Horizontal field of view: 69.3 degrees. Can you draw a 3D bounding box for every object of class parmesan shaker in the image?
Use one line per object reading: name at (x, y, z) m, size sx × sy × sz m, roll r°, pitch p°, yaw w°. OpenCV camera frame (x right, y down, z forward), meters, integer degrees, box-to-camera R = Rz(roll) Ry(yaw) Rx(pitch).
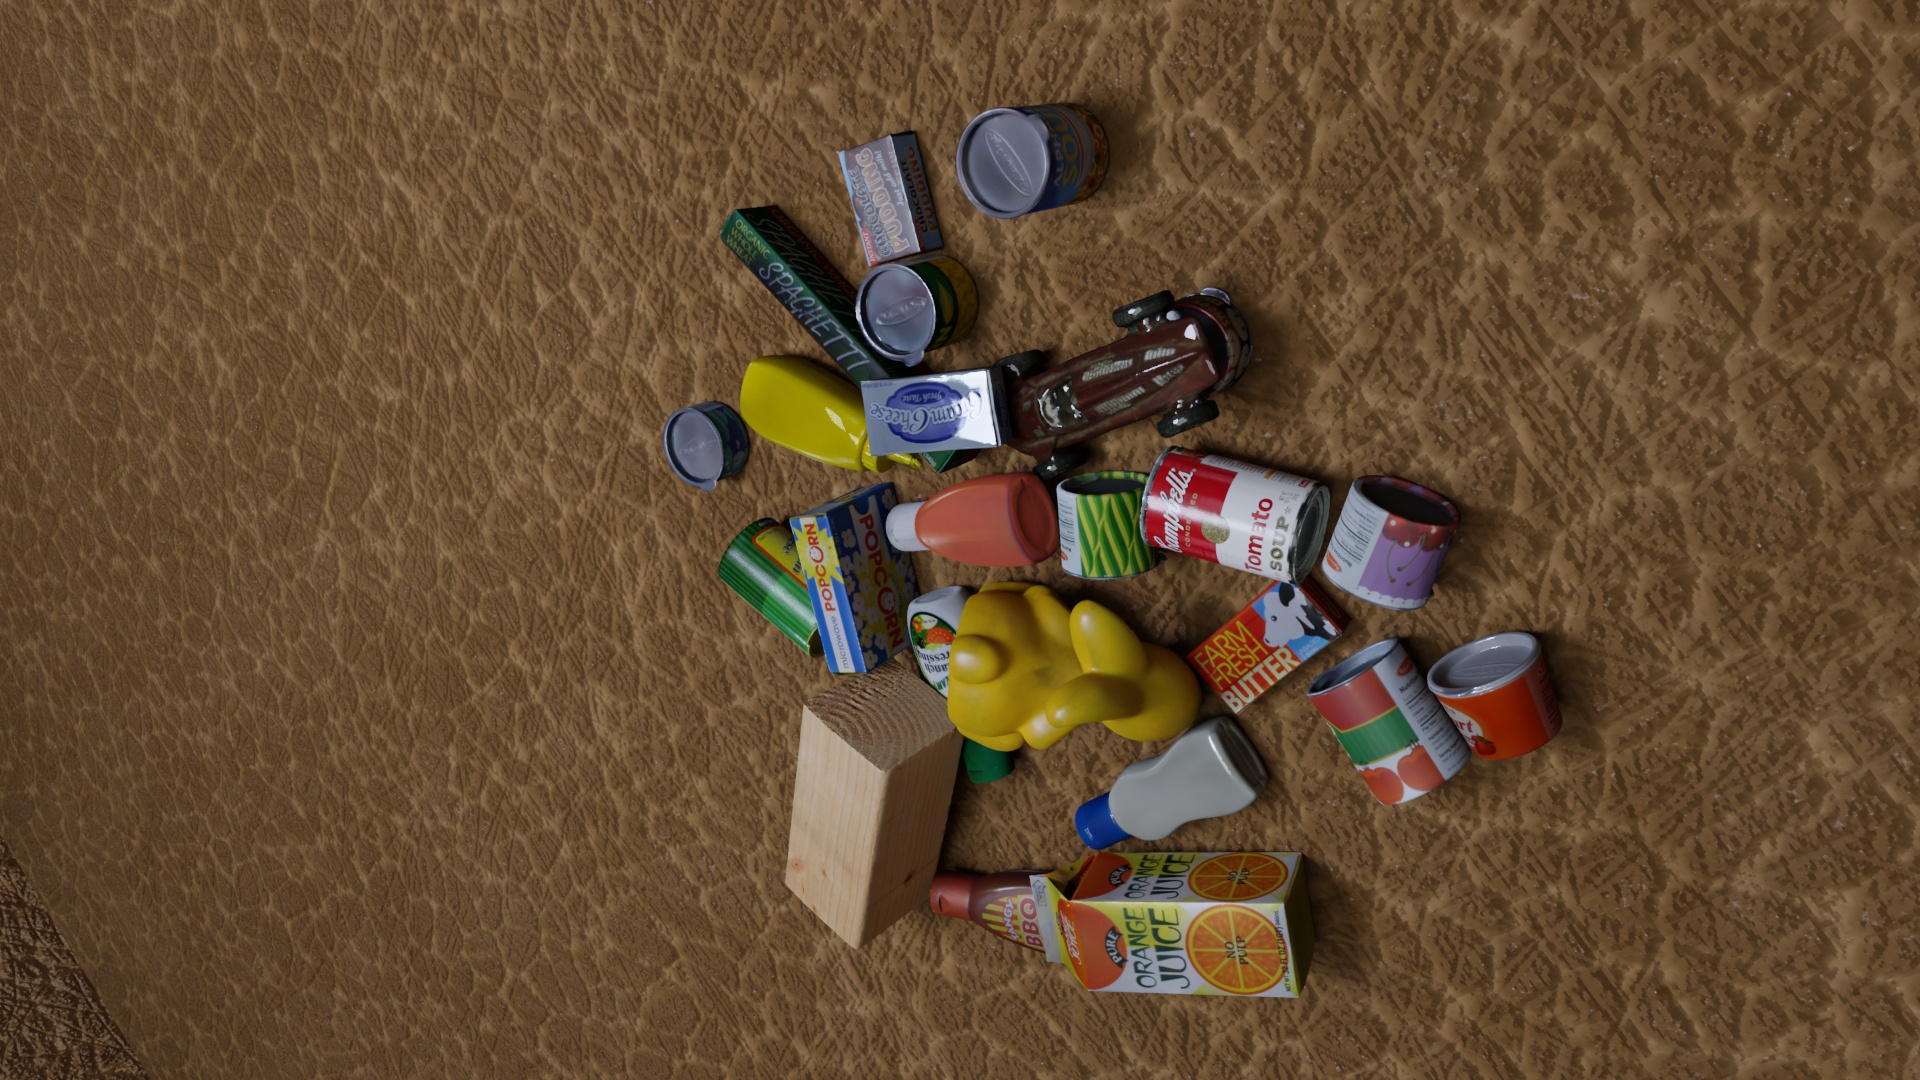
parmesan shaker at (-0.135, 0.037, 1.103) m, size 0.103 × 0.071 × 0.071 m, roll 38°, pitch 124°, yaw 17°

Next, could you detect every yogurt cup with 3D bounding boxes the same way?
yogurt cup at (0.321, 0.094, 0.826) m, size 0.072 × 0.073 × 0.054 m, roll -21°, pitch 103°, yaw 37°

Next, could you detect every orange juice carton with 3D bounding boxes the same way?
orange juice carton at (0.144, 0.268, 0.978) m, size 0.192 × 0.073 × 0.071 m, roll -6°, pitch 104°, yaw 23°

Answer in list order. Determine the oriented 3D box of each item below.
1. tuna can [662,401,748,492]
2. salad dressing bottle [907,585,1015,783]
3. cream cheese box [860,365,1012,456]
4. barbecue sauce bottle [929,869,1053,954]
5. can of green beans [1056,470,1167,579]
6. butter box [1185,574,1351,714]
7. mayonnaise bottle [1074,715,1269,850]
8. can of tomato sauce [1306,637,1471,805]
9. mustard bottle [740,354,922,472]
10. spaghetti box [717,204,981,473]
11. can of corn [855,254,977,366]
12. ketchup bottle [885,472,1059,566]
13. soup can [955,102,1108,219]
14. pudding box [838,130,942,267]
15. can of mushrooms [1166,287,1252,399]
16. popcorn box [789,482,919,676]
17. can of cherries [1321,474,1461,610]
tuna can at (-0.207, -0.077, 1.134) m, size 0.071 × 0.033 × 0.070 m, roll 12°, pitch 113°, yaw 30°
salad dressing bottle at (0.004, 0.110, 1.054) m, size 0.064 × 0.044 × 0.147 m, roll -11°, pitch 101°, yaw 42°
cream cheese box at (-0.018, -0.088, 0.948) m, size 0.104 × 0.024 × 0.053 m, roll -2°, pitch 102°, yaw 29°
barbecue sauce bottle at (0.046, 0.288, 1.090) m, size 0.148 × 0.044 × 0.064 m, roll 2°, pitch 107°, yaw 34°
can of green beans at (0.099, -0.011, 0.933) m, size 0.071 × 0.071 × 0.057 m, roll 5°, pitch 109°, yaw 32°
butter box at (0.202, 0.066, 0.919) m, size 0.053 × 0.024 × 0.103 m, roll 49°, pitch 126°, yaw 8°
mayonnaise bottle at (0.144, 0.180, 0.988) m, size 0.147 × 0.041 × 0.065 m, roll -35°, pitch 86°, yaw 38°
can of tomato sauce at (0.266, 0.113, 0.868) m, size 0.071 × 0.071 × 0.083 m, roll -35°, pitch 87°, yaw 37°
mustard bottle at (-0.092, -0.087, 1.045) m, size 0.160 × 0.049 × 0.065 m, roll 28°, pitch 121°, yaw 22°
spaghetti box at (-0.079, -0.151, 1.012) m, size 0.250 × 0.050 × 0.028 m, roll 48°, pitch 124°, yaw 11°
can of corn at (-0.029, -0.161, 0.969) m, size 0.071 × 0.058 × 0.071 m, roll 12°, pitch 113°, yaw 30°
ketchup bottle at (0.004, -0.012, 0.990) m, size 0.148 × 0.044 × 0.064 m, roll -3°, pitch 109°, yaw 50°
soup can at (0.049, -0.241, 0.873) m, size 0.071 × 0.084 × 0.071 m, roll 12°, pitch 113°, yaw 30°
pudding box at (-0.049, -0.239, 0.973) m, size 0.049 × 0.030 × 0.083 m, roll -7°, pitch 103°, yaw 36°
can of mushrooms at (0.148, -0.124, 0.881) m, size 0.071 × 0.033 × 0.070 m, roll 13°, pitch 114°, yaw 31°
popcorn box at (-0.075, 0.029, 1.051) m, size 0.038 × 0.085 × 0.126 m, roll -5°, pitch 104°, yaw 36°
can of cherries at (0.260, 0.001, 0.833) m, size 0.071 × 0.072 × 0.058 m, roll 26°, pitch 119°, yaw 24°
